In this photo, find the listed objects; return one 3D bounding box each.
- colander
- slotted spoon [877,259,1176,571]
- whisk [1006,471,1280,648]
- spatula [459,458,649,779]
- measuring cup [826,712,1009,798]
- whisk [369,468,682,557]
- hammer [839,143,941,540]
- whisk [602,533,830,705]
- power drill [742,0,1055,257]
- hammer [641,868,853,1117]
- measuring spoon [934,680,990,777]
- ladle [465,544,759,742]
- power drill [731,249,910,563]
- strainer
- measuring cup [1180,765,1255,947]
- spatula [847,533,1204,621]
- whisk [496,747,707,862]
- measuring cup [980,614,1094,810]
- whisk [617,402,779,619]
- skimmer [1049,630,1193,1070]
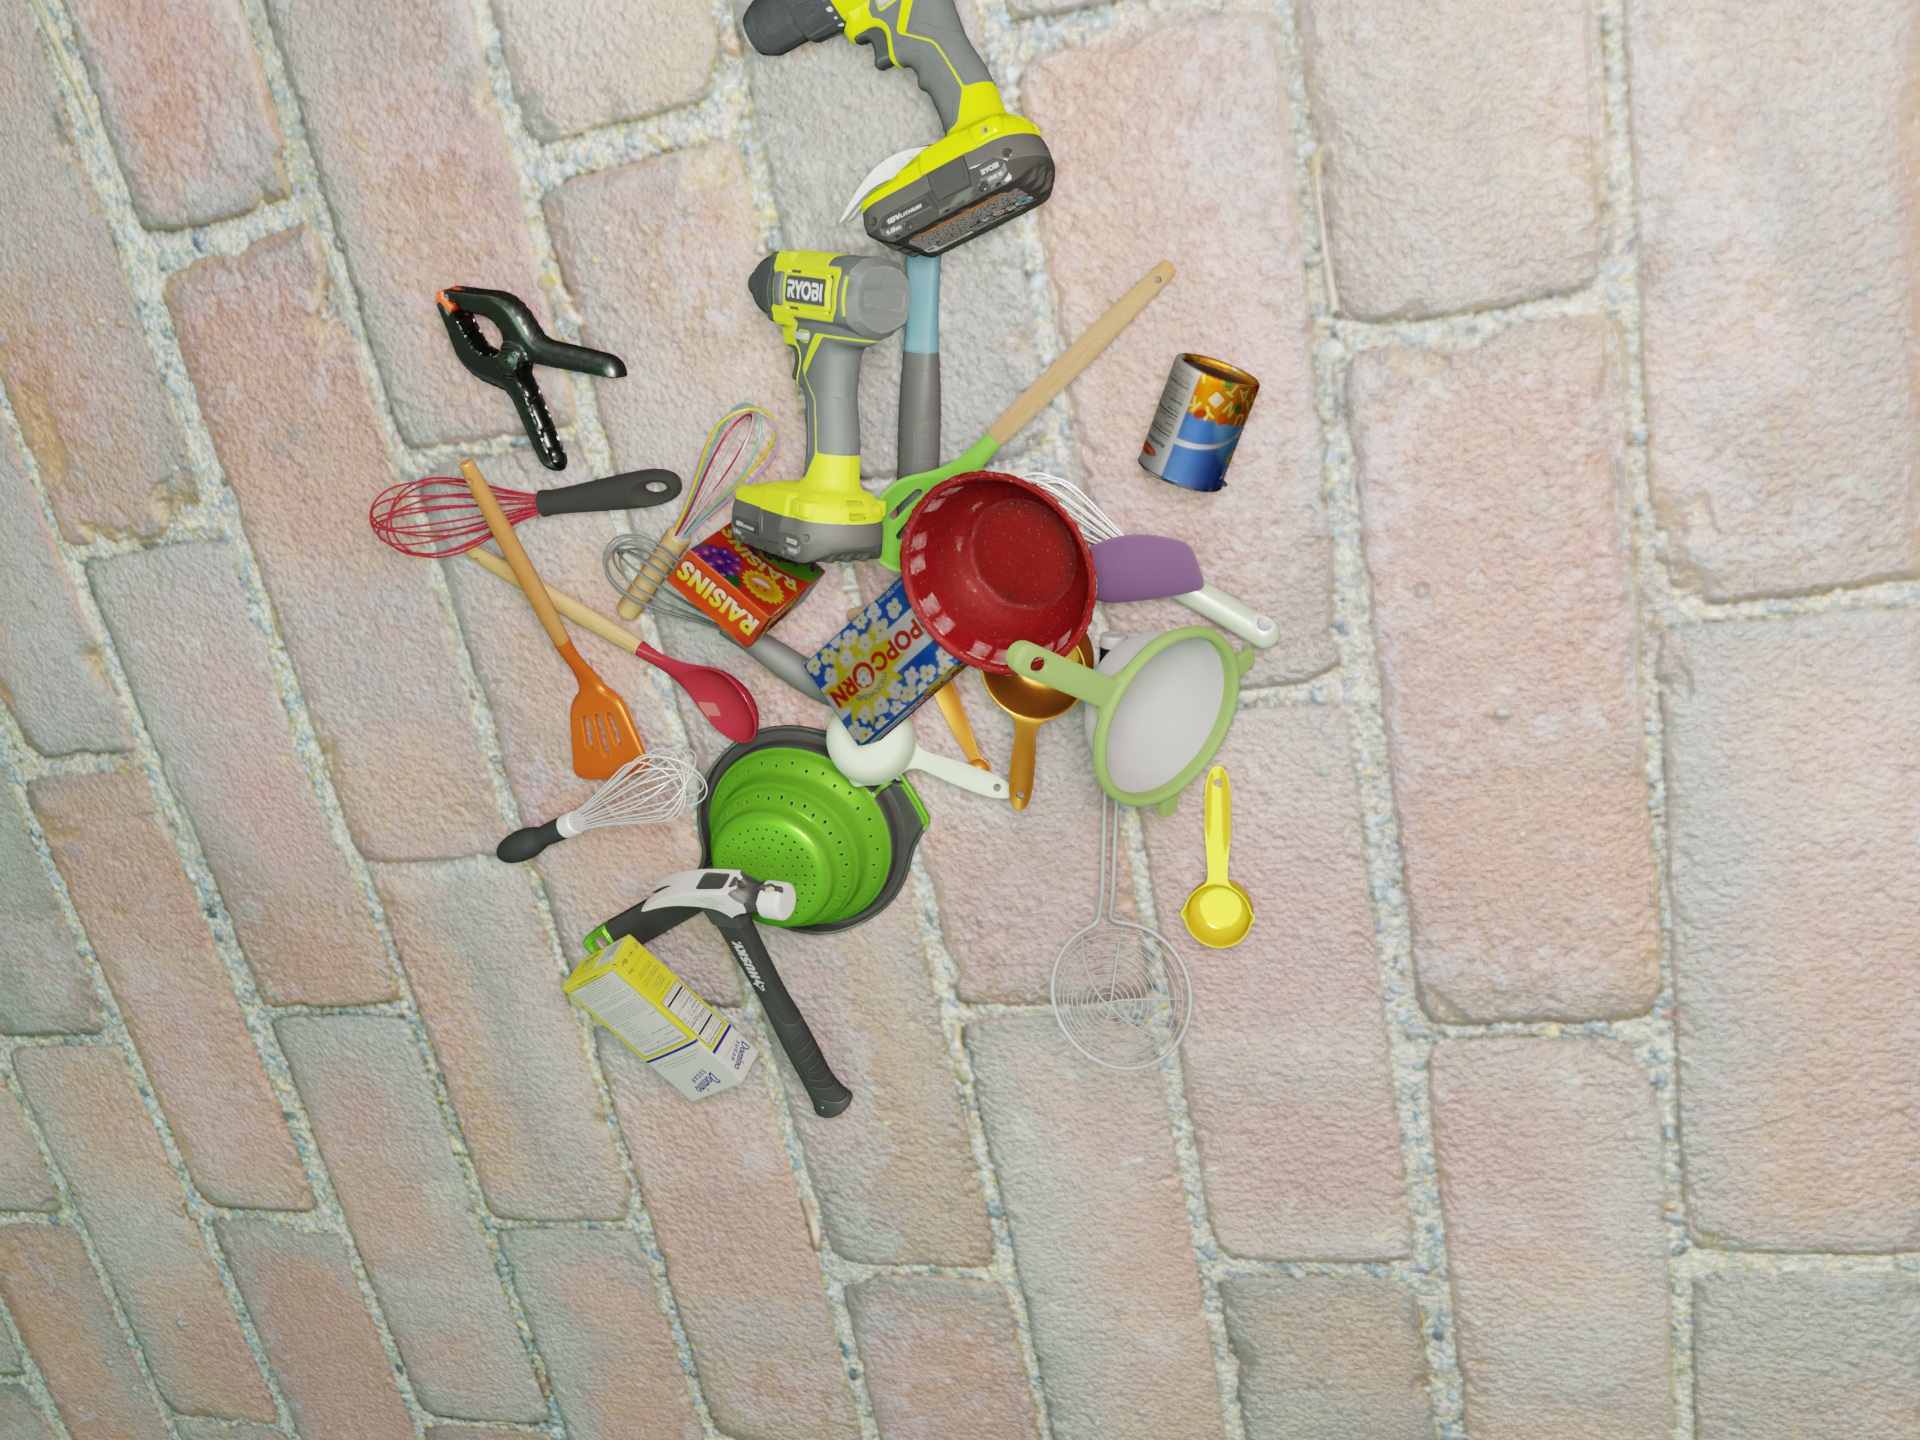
[{"bbox_3d":[-0.216,0.151,1.439,0.397,0.094,0.204,-30,101,26],"label":"colander"},{"bbox_3d":[0.046,-0.232,1.212,0.070,0.031,0.313,42,109,-15],"label":"slotted spoon"},{"bbox_3d":[0.141,-0.123,1.242,0.246,0.058,0.059,30,152,1],"label":"whisk"},{"bbox_3d":[-0.362,-0.083,1.393,0.081,0.041,0.322,-6,127,20],"label":"spatula"},{"bbox_3d":[-0.035,0.031,1.341,0.167,0.038,0.083,20,83,8],"label":"measuring cup"},{"bbox_3d":[-0.379,-0.185,1.373,0.296,0.073,0.073,-6,110,13],"label":"whisk"},{"bbox_3d":[-0.029,-0.273,1.235,0.128,0.033,0.330,8,114,14],"label":"hammer"},{"bbox_3d":[-0.197,-0.079,1.344,0.238,0.055,0.055,34,119,-15],"label":"whisk"},{"bbox_3d":[-0.044,-0.451,1.120,0.190,0.080,0.228,-20,89,23],"label":"power drill"},{"bbox_3d":[-0.171,0.254,1.440,0.146,0.035,0.334,4,135,25],"label":"hammer"},{"bbox_3d":[-0.002,-0.004,1.355,0.021,0.011,0.117,-19,102,26],"label":"measuring spoon"},{"bbox_3d":[-0.307,-0.076,1.411,0.315,0.031,0.069,30,136,6],"label":"ladle"},{"bbox_3d":[-0.114,-0.242,1.211,0.171,0.080,0.223,23,113,48],"label":"power drill"},{"bbox_3d":[0.107,-0.025,1.201,0.069,0.256,0.151,34,100,44],"label":"strainer"},{"bbox_3d":[0.217,0.112,1.330,0.062,0.029,0.156,2,101,17],"label":"measuring cup"},{"bbox_3d":[0.041,-0.105,1.263,0.316,0.018,0.059,-7,125,31],"label":"spatula"},{"bbox_3d":[-0.338,0.088,1.465,0.284,0.070,0.070,-22,104,35],"label":"whisk"},{"bbox_3d":[0.061,-0.011,1.308,0.095,0.052,0.173,11,117,13],"label":"measuring cup"},{"bbox_3d":[-0.229,-0.173,1.337,0.051,0.047,0.245,50,123,13],"label":"whisk"},{"bbox_3d":[0.135,0.110,1.313,0.127,0.090,0.363,-6,111,-15],"label":"skimmer"}]
